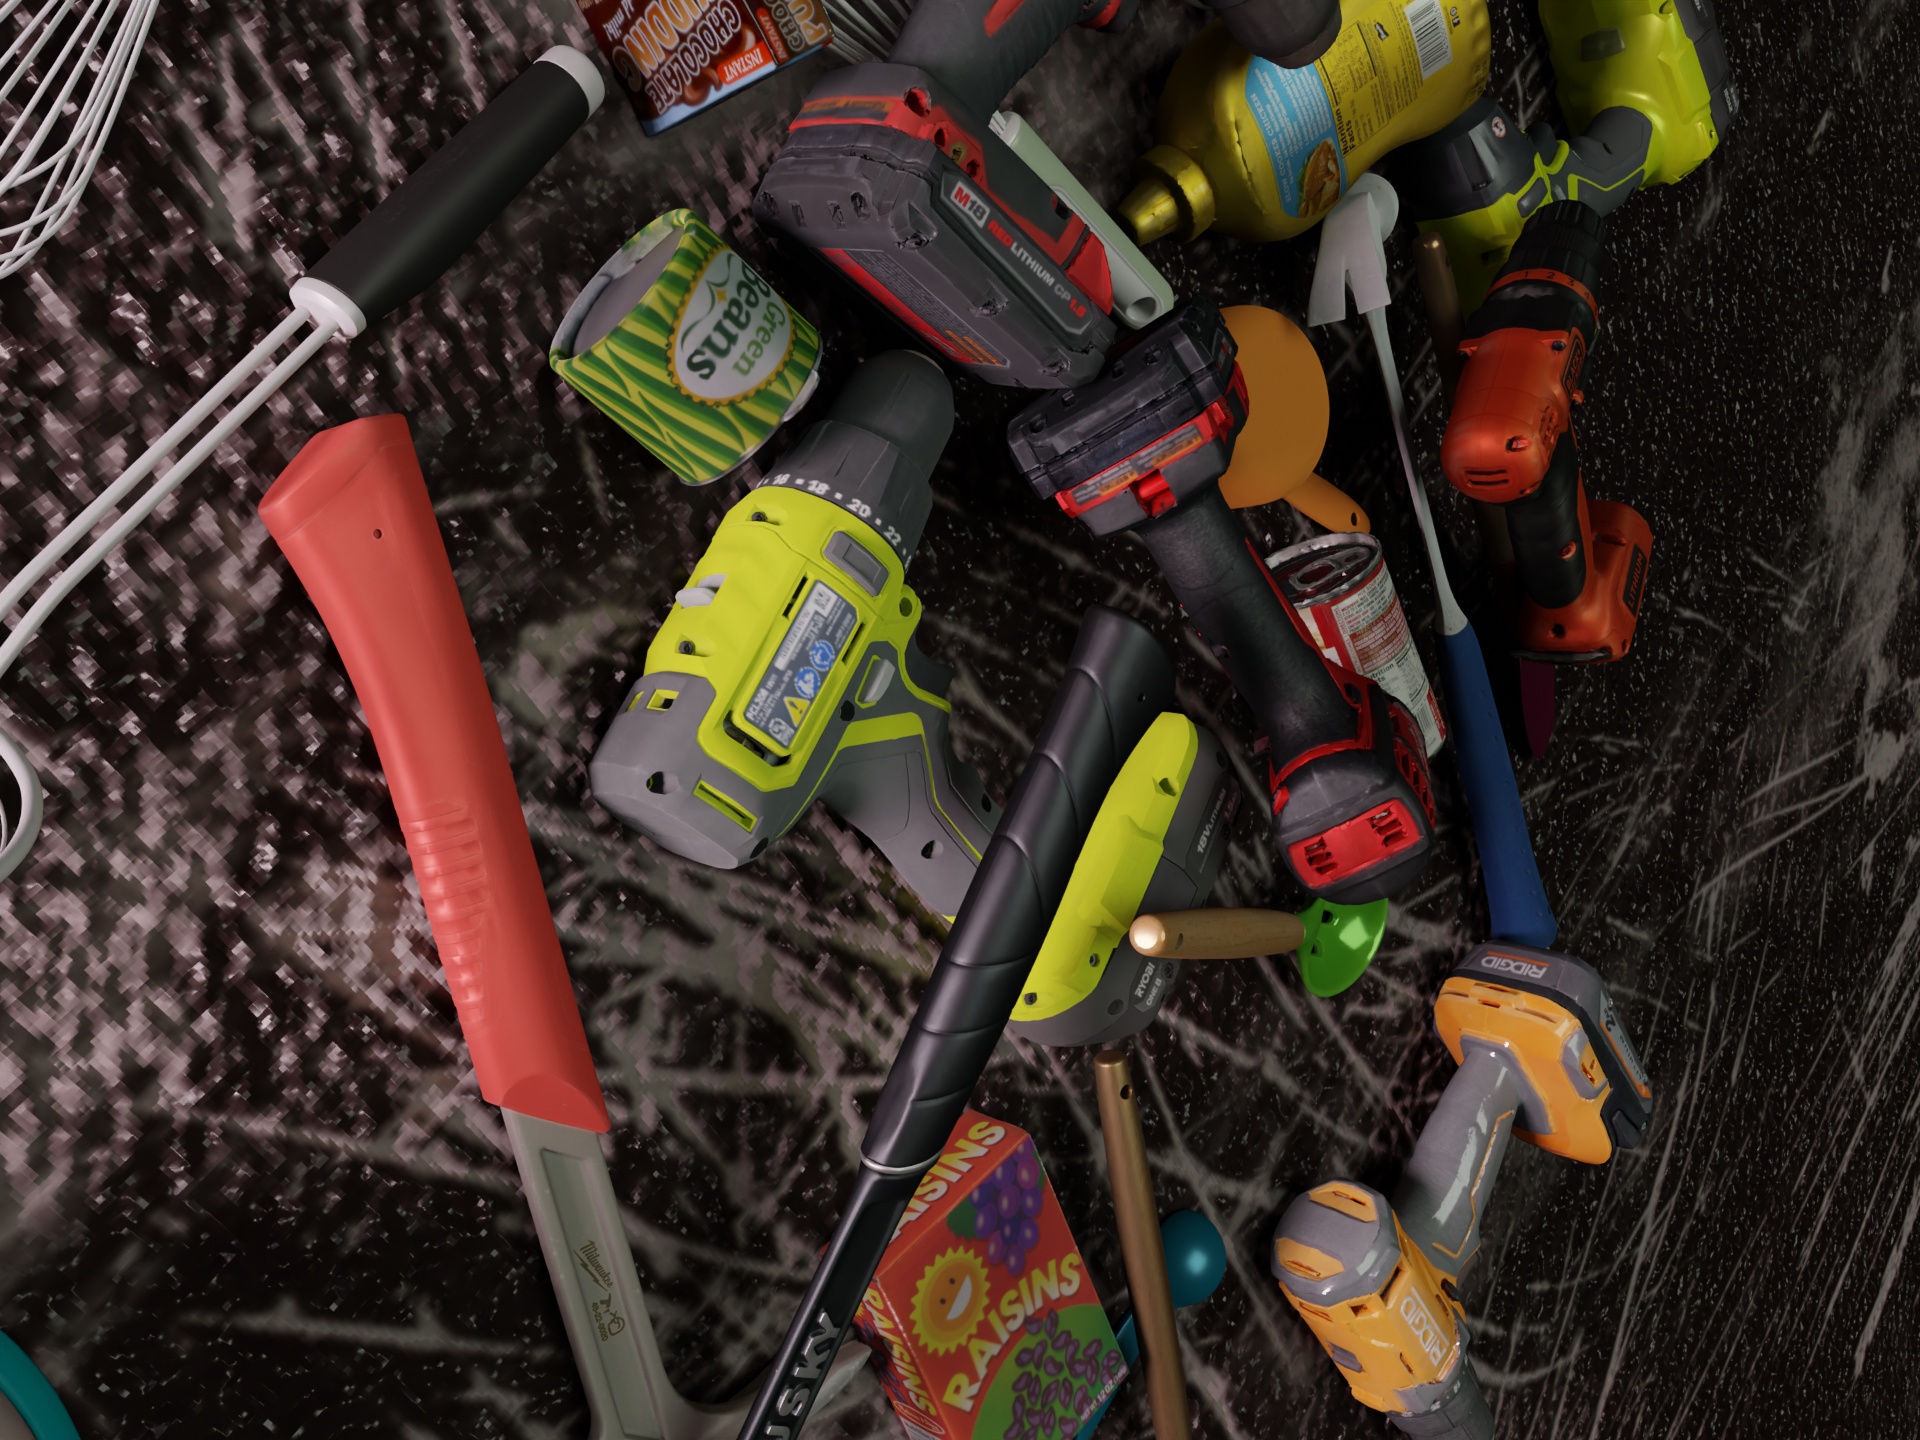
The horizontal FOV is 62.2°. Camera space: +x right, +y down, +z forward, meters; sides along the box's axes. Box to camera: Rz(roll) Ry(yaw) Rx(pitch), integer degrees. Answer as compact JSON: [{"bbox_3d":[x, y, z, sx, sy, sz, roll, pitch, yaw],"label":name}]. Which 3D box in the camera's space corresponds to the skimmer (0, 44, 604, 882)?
[{"bbox_3d":[-0.202,-0.084,0.393,0.127,0.090,0.363,28,61,8],"label":"skimmer"}]

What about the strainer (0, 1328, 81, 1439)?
[{"bbox_3d":[-0.240,0.253,0.363,0.340,0.095,0.211,33,70,-34],"label":"strainer"}]

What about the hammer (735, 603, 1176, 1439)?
[{"bbox_3d":[-0.031,0.152,0.505,0.149,0.036,0.409,28,85,-45],"label":"hammer"}]

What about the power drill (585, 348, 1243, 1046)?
[{"bbox_3d":[-0.001,-0.002,0.577,0.228,0.080,0.191,39,66,-31],"label":"power drill"}]

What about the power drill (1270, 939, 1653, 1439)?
[{"bbox_3d":[0.262,0.248,0.803,0.226,0.084,0.185,-47,119,-25],"label":"power drill"}]

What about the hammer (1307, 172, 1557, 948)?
[{"bbox_3d":[0.237,-0.054,0.782,0.144,0.035,0.405,-60,134,-56],"label":"hammer"}]

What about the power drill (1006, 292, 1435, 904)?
[{"bbox_3d":[0.113,-0.047,0.618,0.219,0.078,0.143,58,21,-11],"label":"power drill"}]

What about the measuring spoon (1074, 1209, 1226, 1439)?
[{"bbox_3d":[0.079,0.268,0.682,0.129,0.021,0.042,-49,120,-28],"label":"measuring spoon"}]

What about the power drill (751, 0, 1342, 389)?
[{"bbox_3d":[0.047,-0.230,0.556,0.187,0.080,0.227,30,83,-44],"label":"power drill"}]

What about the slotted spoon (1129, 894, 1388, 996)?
[{"bbox_3d":[0.127,0.084,0.649,0.313,0.031,0.070,14,93,-63],"label":"slotted spoon"}]

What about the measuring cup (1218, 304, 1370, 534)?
[{"bbox_3d":[0.151,-0.122,0.717,0.173,0.052,0.095,24,75,-36],"label":"measuring cup"}]

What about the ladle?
[{"bbox_3d":[0.094,0.284,0.657,0.078,0.062,0.320,-21,108,-35],"label":"ladle"}]

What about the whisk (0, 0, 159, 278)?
[{"bbox_3d":[-0.208,-0.222,0.414,0.070,0.070,0.285,39,61,-34],"label":"whisk"}]

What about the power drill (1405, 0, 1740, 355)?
[{"bbox_3d":[0.321,-0.310,0.846,0.223,0.080,0.171,-49,121,-25],"label":"power drill"}]

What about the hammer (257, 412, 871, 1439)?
[{"bbox_3d":[-0.129,0.084,0.494,0.149,0.037,0.359,-22,105,-38],"label":"hammer"}]

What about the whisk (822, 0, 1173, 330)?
[{"bbox_3d":[0.008,-0.225,0.601,0.246,0.058,0.059,35,36,-40],"label":"whisk"}]

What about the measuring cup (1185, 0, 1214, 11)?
[{"bbox_3d":[0.130,-0.386,0.708,0.083,0.038,0.168,40,64,-33],"label":"measuring cup"}]

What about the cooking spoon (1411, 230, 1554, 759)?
[{"bbox_3d":[0.272,-0.104,0.815,0.069,0.017,0.318,-57,134,-36],"label":"cooking spoon"}]
